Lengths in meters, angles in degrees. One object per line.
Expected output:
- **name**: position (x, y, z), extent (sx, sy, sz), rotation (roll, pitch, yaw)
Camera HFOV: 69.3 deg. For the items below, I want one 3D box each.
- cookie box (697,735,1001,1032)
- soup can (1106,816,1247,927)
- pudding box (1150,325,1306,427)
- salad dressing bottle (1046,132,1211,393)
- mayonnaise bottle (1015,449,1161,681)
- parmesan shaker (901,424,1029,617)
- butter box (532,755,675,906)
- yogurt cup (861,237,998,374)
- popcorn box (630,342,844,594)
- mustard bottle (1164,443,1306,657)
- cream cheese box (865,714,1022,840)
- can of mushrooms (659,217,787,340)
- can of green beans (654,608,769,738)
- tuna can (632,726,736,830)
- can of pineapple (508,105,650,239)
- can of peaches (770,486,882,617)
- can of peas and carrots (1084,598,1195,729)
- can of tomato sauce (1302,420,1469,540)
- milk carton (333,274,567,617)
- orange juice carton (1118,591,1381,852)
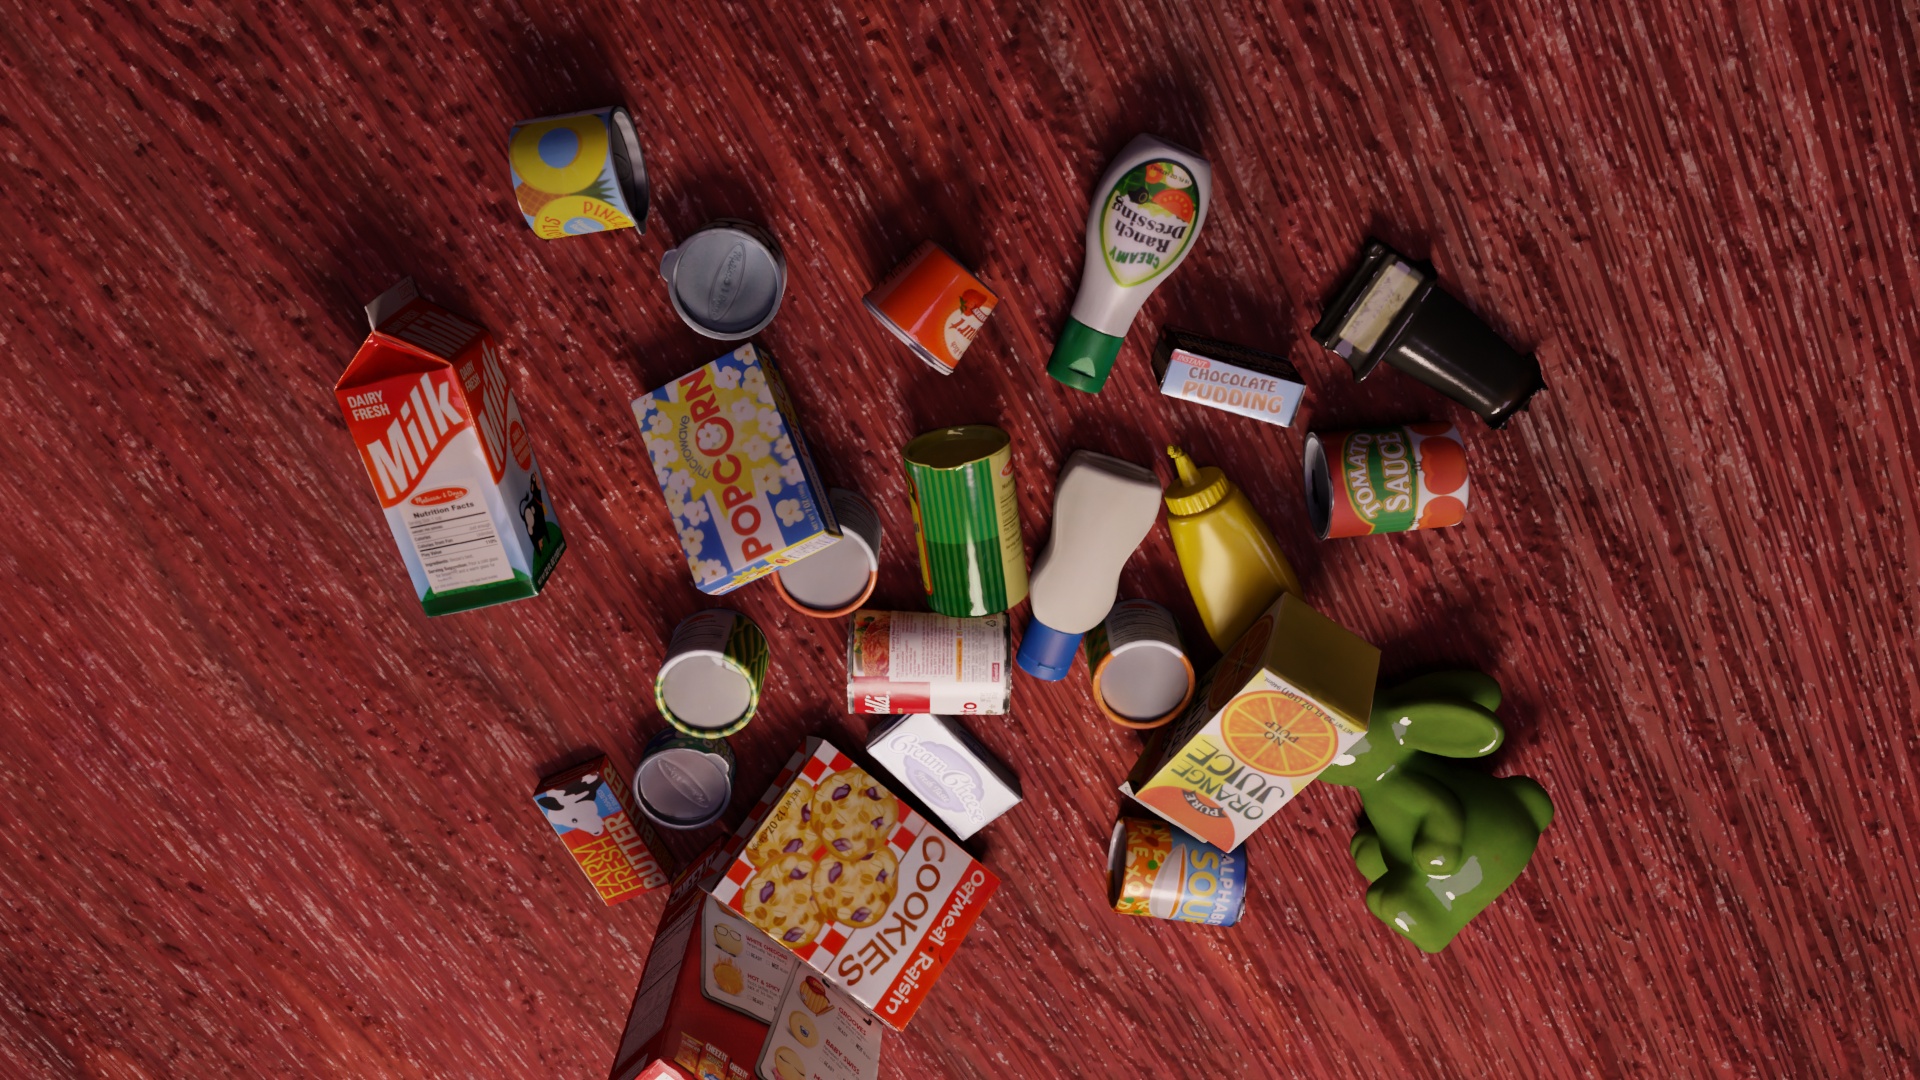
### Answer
- **cookie box**: position (-0.071, 0.231, 0.937), extent (0.167, 0.040, 0.123), rotation (42, 71, -16)
- **soup can**: position (0.148, 0.229, 0.955), extent (0.084, 0.071, 0.071), rotation (8, 113, -4)
- **pudding box**: position (0.159, -0.098, 0.828), extent (0.084, 0.050, 0.030), rotation (15, 114, -6)
- **salad dressing bottle**: position (0.094, -0.158, 0.804), extent (0.064, 0.044, 0.147), rotation (20, 112, -7)
- **mayonnaise bottle**: position (0.075, 0.019, 0.882), extent (0.065, 0.041, 0.147), rotation (17, 113, -6)
- **parmesan shaker**: position (0.003, -0.011, 0.851), extent (0.071, 0.071, 0.102), rotation (-7, 113, 2)
- **butter box**: position (-0.246, 0.202, 0.965), extent (0.053, 0.024, 0.103), rotation (-23, 111, 10)
- **yogurt cup**: position (-0.015, -0.137, 0.802), extent (0.072, 0.072, 0.054), rotation (39, 100, -16)
- **popcorn box**: position (-0.132, -0.042, 0.821), extent (0.085, 0.038, 0.127), rotation (-25, 77, 10)
- **mustard bottle**: position (0.166, 0.004, 0.871), extent (0.065, 0.049, 0.159), rotation (-22, 111, 17)
- **cream cheese box**: position (-0.011, 0.154, 0.947), extent (0.053, 0.024, 0.103), rotation (-39, 108, 14)
- **can of mushrooms**: position (-0.137, -0.154, 0.809), extent (0.071, 0.033, 0.070), rotation (0, 114, 0)
- **can of green beans**: position (-0.160, 0.086, 0.898), extent (0.071, 0.058, 0.071), rotation (0, 113, 0)
- **tuna can**: position (-0.185, 0.159, 0.943), extent (0.071, 0.033, 0.070), rotation (0, 113, -1)
- **can of pineapple**: position (-0.210, -0.202, 0.769), extent (0.058, 0.071, 0.070), rotation (-8, 113, 4)
- **can of peaches**: position (-0.084, 0.009, 0.866), extent (0.071, 0.058, 0.071), rotation (0, 113, -1)
- **can of peas and carrots**: position (0.116, 0.082, 0.899), extent (0.071, 0.059, 0.070), rotation (0, 113, 0)
- **can of tomato sauce**: position (0.257, -0.037, 0.844), extent (0.083, 0.071, 0.071), rotation (-6, 113, 1)
- **milk carton**: position (-0.306, -0.058, 0.828), extent (0.073, 0.072, 0.189), rotation (-11, 114, 4)
- **orange juice carton**: position (0.174, 0.127, 0.872), extent (0.072, 0.073, 0.191), rotation (32, 132, -2)
